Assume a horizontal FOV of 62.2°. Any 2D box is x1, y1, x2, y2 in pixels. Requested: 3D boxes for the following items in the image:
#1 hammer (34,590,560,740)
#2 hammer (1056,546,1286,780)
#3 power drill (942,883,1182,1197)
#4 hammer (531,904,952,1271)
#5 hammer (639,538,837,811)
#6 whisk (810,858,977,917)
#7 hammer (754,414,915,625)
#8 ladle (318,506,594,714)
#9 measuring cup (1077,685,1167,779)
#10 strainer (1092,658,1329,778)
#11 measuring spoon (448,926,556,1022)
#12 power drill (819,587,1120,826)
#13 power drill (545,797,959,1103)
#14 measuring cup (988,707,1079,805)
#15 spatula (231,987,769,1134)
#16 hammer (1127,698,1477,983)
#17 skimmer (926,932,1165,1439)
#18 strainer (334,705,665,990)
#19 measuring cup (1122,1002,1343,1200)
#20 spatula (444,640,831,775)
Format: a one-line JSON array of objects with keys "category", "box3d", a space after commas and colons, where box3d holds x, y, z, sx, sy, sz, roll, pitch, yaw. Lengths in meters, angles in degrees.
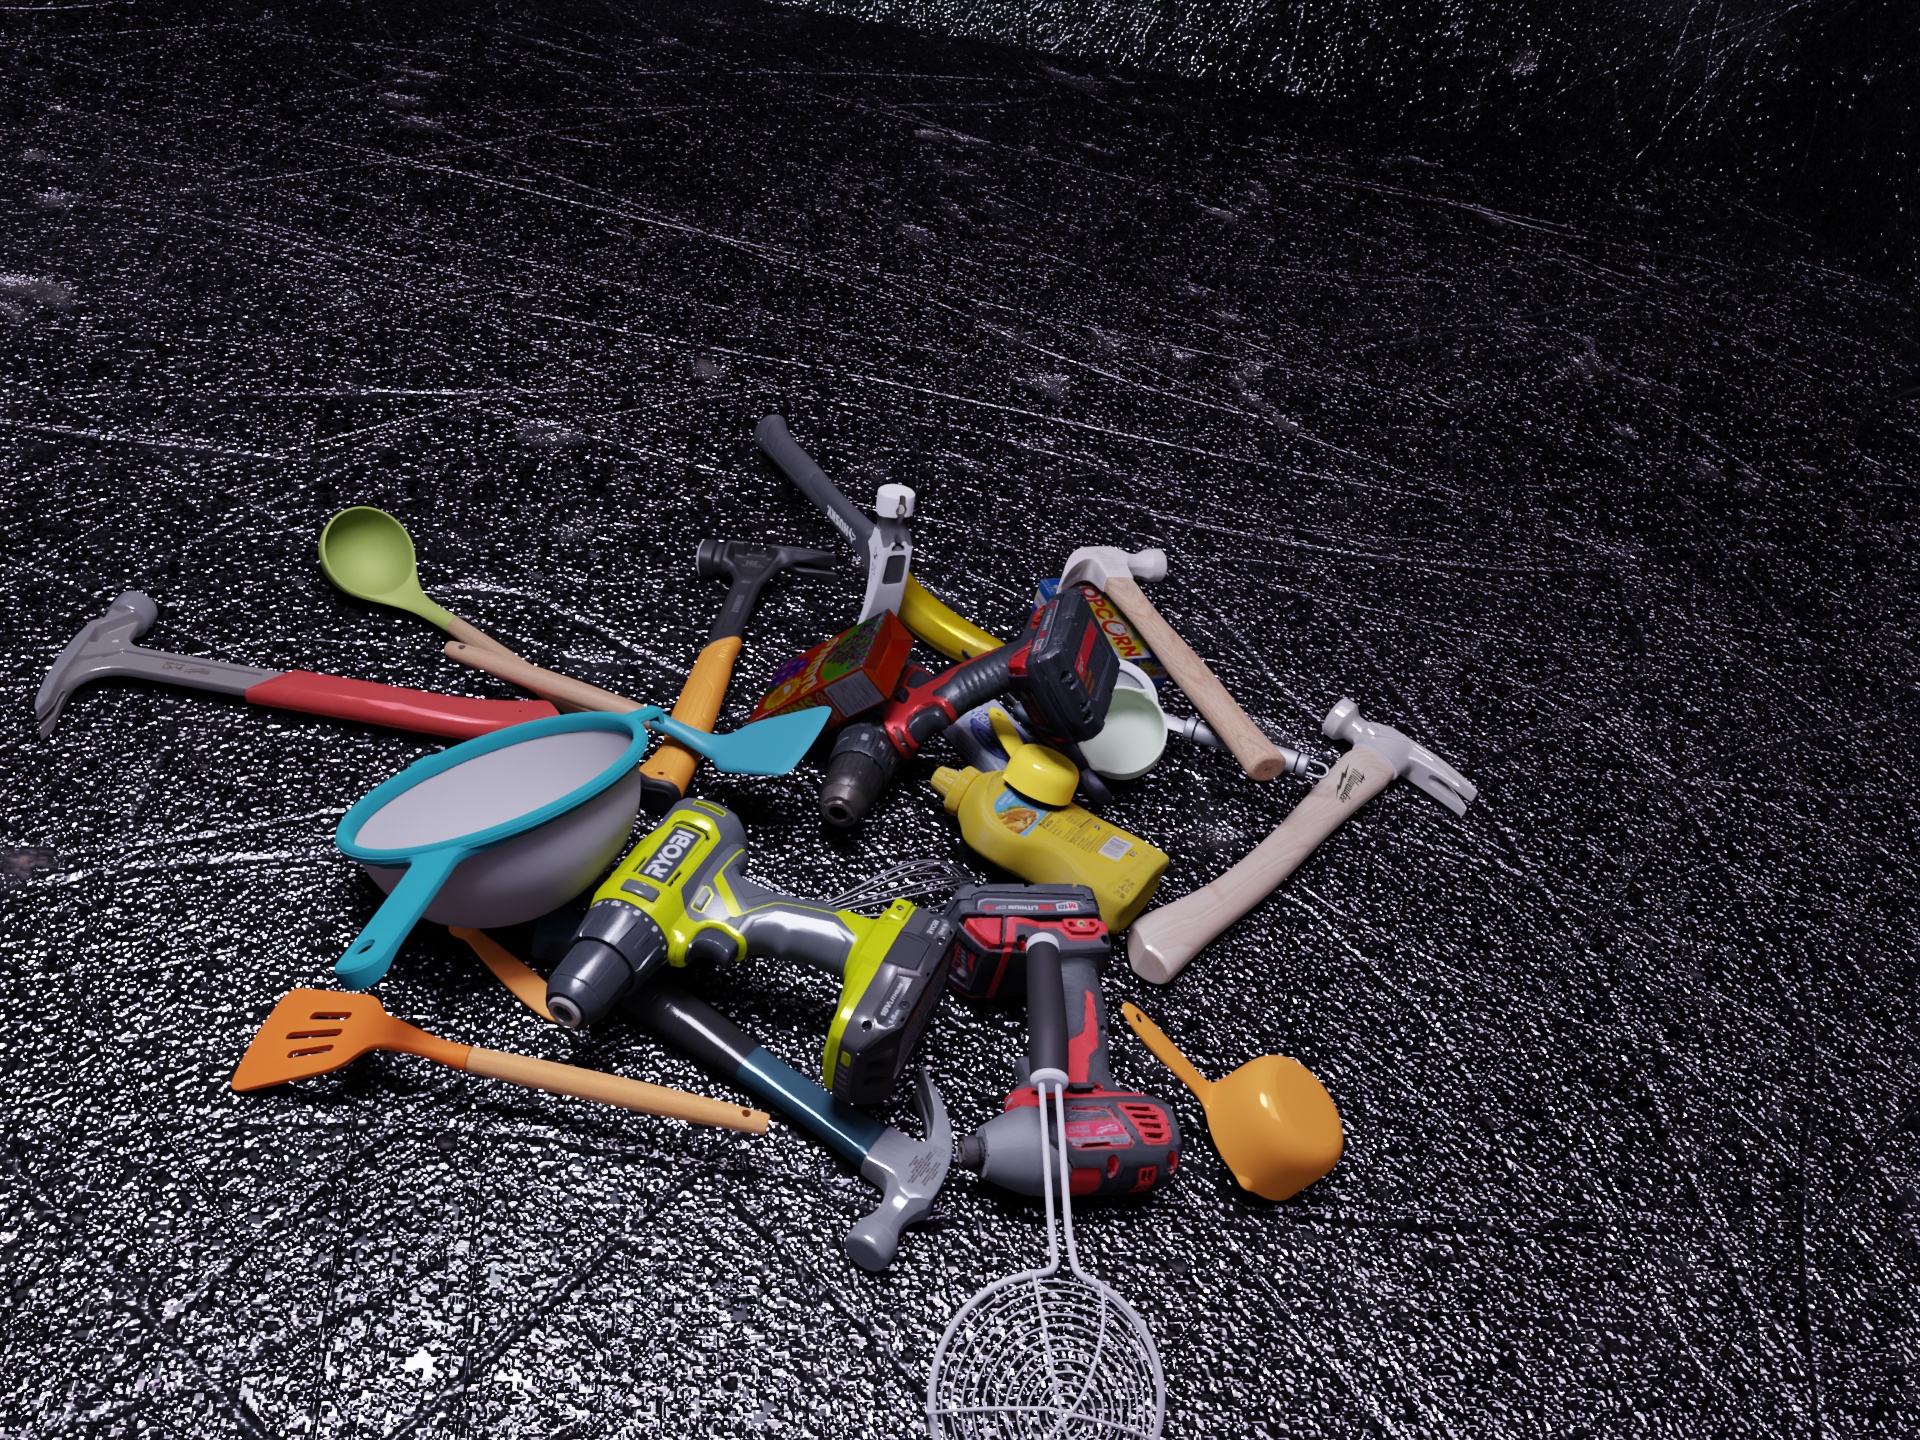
[{"category": "hammer", "box3d": [-0.483, -0.014, 1.194, 0.359, 0.036, 0.149, 10, 39, -6]}, {"category": "hammer", "box3d": [0.185, -0.059, 1.389, 0.130, 0.031, 0.332, -2, 37, -25]}, {"category": "power drill", "box3d": [0.052, 0.217, 1.069, 0.143, 0.078, 0.220, 1, 44, -17]}, {"category": "hammer", "box3d": [-0.149, 0.215, 1.033, 0.331, 0.033, 0.128, 30, 42, 17]}, {"category": "hammer", "box3d": [-0.196, -0.045, 1.320, 0.127, 0.034, 0.337, 6, 40, 5]}, {"category": "whisk", "box3d": [-0.099, 0.137, 1.136, 0.239, 0.055, 0.055, -8, 44, -20]}, {"category": "hammer", "box3d": [-0.128, -0.206, 1.498, 0.035, 0.146, 0.335, -7, 32, -26]}, {"category": "ladle", "box3d": [-0.390, -0.072, 1.281, 0.320, 0.062, 0.078, 32, 49, 16]}, {"category": "measuring cup", "box3d": [0.099, -0.011, 1.345, 0.168, 0.038, 0.083, 33, 80, 18]}, {"category": "strainer", "box3d": [0.190, 0.007, 1.366, 0.258, 0.050, 0.087, 19, 62, 16]}, {"category": "measuring spoon", "box3d": [-0.301, 0.163, 1.061, 0.117, 0.011, 0.021, 35, 43, 23]}, {"category": "power drill", "box3d": [-0.002, -0.004, 1.233, 0.227, 0.080, 0.188, -18, 27, 26]}, {"category": "power drill", "box3d": [-0.134, 0.155, 1.025, 0.228, 0.080, 0.191, 20, 39, 11]}, {"category": "measuring cup", "box3d": [0.052, 0.017, 1.273, 0.062, 0.029, 0.157, 15, 22, -23]}, {"category": "spatula", "box3d": [-0.276, 0.218, 0.973, 0.322, 0.041, 0.081, 13, 39, -1]}, {"category": "hammer", "box3d": [0.276, 0.107, 1.303, 0.146, 0.038, 0.410, 37, 44, 22]}, {"category": "skimmer", "box3d": [0.047, 0.278, 0.936, 0.127, 0.090, 0.364, 11, 34, -7]}, {"category": "strainer", "box3d": [-0.305, 0.103, 1.016, 0.211, 0.095, 0.341, -12, 22, 8]}, {"category": "measuring cup", "box3d": [0.182, 0.236, 1.047, 0.173, 0.052, 0.095, 45, 32, -7]}, {"category": "spatula", "box3d": [-0.257, -0.017, 1.216, 0.317, 0.044, 0.082, 18, 44, 12]}]
